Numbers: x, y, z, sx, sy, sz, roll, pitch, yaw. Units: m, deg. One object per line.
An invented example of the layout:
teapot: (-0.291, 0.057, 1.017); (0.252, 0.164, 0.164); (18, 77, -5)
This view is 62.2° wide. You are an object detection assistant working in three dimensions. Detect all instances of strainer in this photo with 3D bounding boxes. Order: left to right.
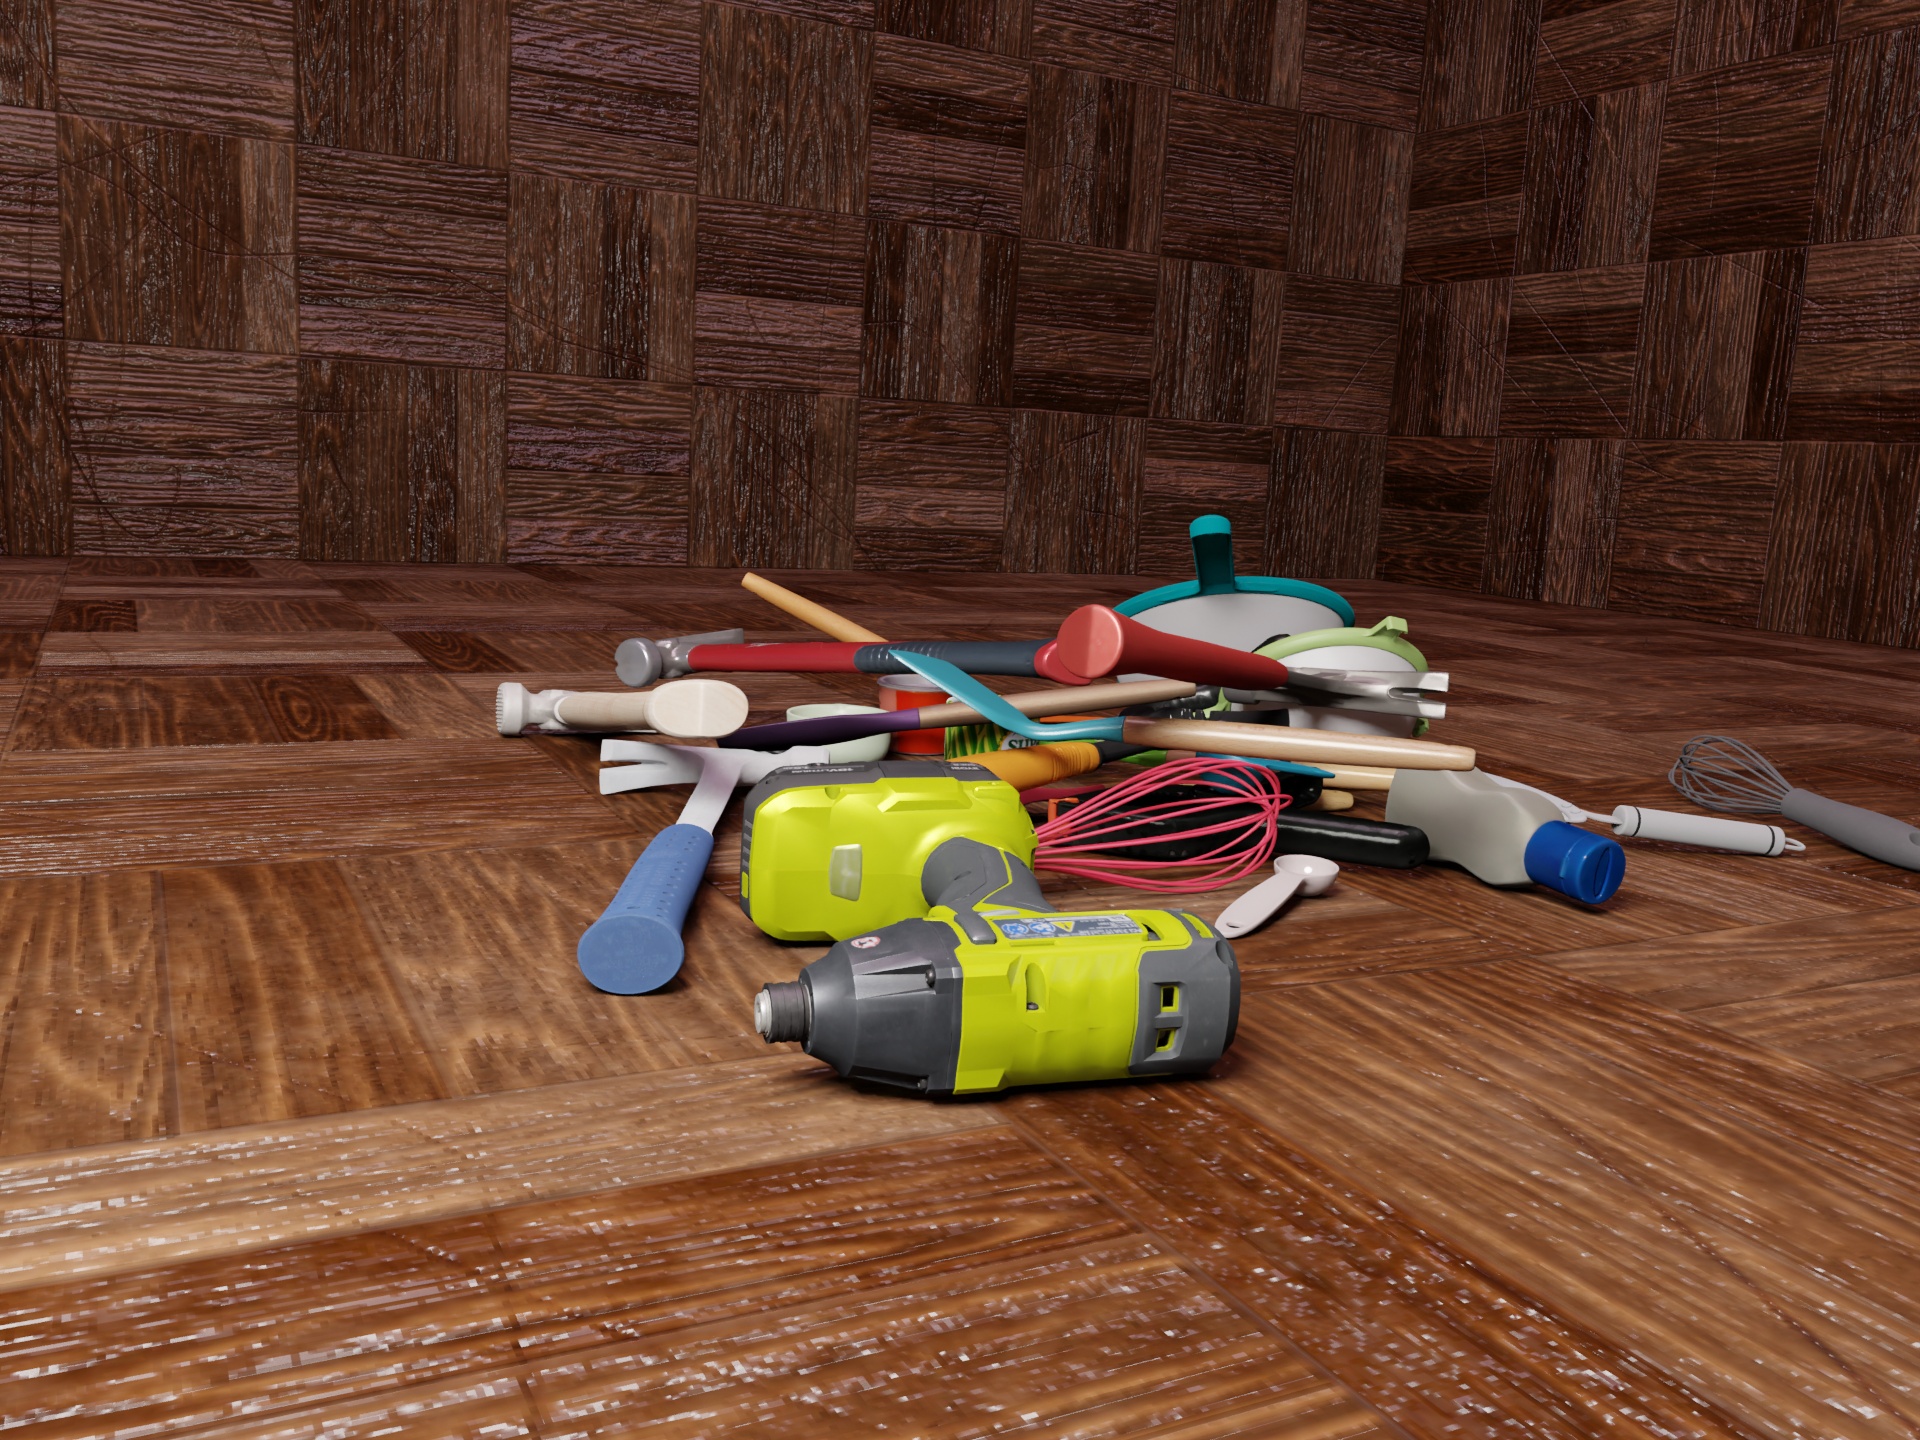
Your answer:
strainer: (0.206, -0.054, 1.241); (0.211, 0.095, 0.340); (-4, -17, 11)
strainer: (0.214, 0.015, 1.148); (0.256, 0.069, 0.151); (-14, -35, 15)
strainer: (0.407, 0.064, 0.992); (0.258, 0.050, 0.087); (8, 15, -6)

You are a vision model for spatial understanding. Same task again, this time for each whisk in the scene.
whisk: (0.044, 0.066, 0.812); (0.295, 0.073, 0.073); (-7, 13, -23)
whisk: (0.569, 0.057, 1.078); (0.055, 0.055, 0.239); (1, 14, -15)

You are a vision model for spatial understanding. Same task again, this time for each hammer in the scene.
hammer: (-0.200, -0.006, 1.031); (0.146, 0.038, 0.411); (1, 0, -24)
hammer: (-0.148, 0.061, 0.836); (0.144, 0.035, 0.405); (3, 9, -3)
hammer: (-0.068, -0.048, 1.189); (0.386, 0.038, 0.143); (2, 8, 31)
hammer: (0.056, 0.027, 0.931); (0.127, 0.034, 0.336); (3, 9, 43)
hammer: (0.165, -0.029, 0.922); (0.149, 0.037, 0.359); (5, 0, 31)

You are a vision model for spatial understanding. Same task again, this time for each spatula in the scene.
spatula: (-0.027, -0.048, 1.274); (0.322, 0.041, 0.081); (27, -10, 4)
spatula: (-0.002, -0.003, 1.044); (0.316, 0.018, 0.059); (-7, -17, -3)
spatula: (0.116, -0.004, 0.868); (0.317, 0.044, 0.082); (6, 0, 19)

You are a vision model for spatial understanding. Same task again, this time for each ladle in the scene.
ladle: (0.115, 0.050, 1.025); (0.315, 0.031, 0.069); (2, 12, -19)

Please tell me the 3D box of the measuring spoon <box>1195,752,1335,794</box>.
measuring spoon: (0.184, 0.035, 0.946); (0.128, 0.021, 0.042); (7, 10, -45)

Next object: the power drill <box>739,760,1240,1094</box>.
power drill: (-0.013, 0.080, 0.643); (0.171, 0.080, 0.223); (0, 13, -18)

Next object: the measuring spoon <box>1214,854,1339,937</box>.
measuring spoon: (0.159, 0.094, 0.814); (0.034, 0.018, 0.124); (11, 19, 32)

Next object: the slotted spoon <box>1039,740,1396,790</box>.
slotted spoon: (0.171, 0.029, 1.110); (0.314, 0.031, 0.070); (5, 5, 24)

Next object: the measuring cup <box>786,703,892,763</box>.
measuring cup: (-0.043, 0.015, 1.154); (0.167, 0.038, 0.083); (4, 9, -5)
